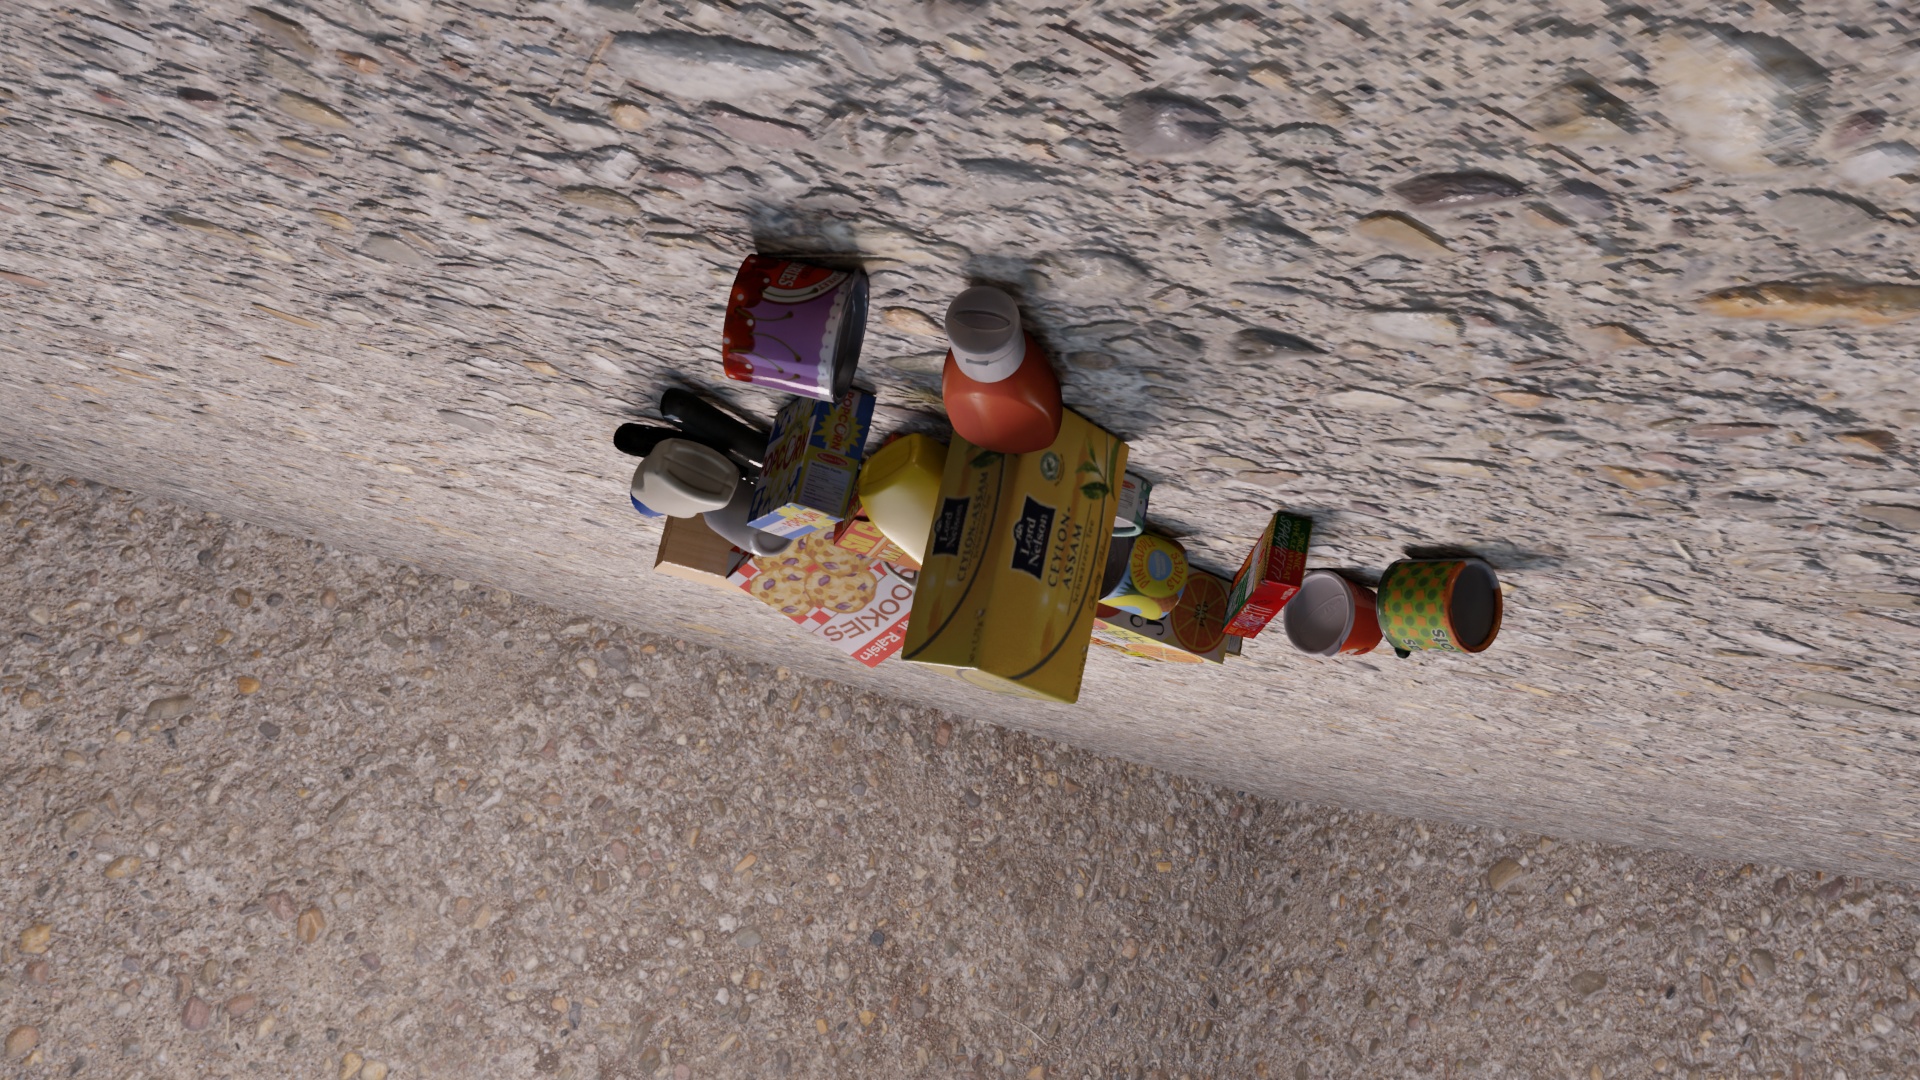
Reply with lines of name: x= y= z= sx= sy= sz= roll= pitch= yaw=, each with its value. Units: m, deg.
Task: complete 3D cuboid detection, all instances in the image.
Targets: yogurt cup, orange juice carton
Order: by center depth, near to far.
yogurt cup: x=0.295 y=0.060 z=1.087 sx=0.054 sy=0.072 sz=0.072 roll=11 pitch=171 yaw=-35
orange juice carton: x=0.137 y=0.046 z=1.165 sx=0.193 sy=0.073 sz=0.071 roll=21 pitch=166 yaw=-32

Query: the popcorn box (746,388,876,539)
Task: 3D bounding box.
popcorn box: x=-0.102 y=-0.051 z=0.932 sx=0.038 sy=0.085 sz=0.126 roll=19 pitch=168 yaw=-20

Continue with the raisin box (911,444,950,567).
raisin box: x=0.011 y=-0.006 z=0.958 sx=0.086 sy=0.040 sz=0.123 roll=-30 pitch=127 yaw=21

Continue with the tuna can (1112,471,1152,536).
tuna can: x=0.097 y=-0.027 z=0.961 sx=0.071 sy=0.033 sz=0.071 roll=12 pitch=168 yaw=3

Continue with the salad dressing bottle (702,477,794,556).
salad dressing bottle: x=-0.191 y=-0.032 z=1.139 sx=0.064 sy=0.043 sz=0.148 roll=-5 pitch=-157 yaw=-40

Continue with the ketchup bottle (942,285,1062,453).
ketchup bottle: x=0.019 y=-0.087 z=0.730 sx=0.065 sy=0.043 sz=0.148 roll=9 pitch=168 yaw=9

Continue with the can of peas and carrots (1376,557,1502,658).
can of peas and carrots: x=0.331 y=0.047 z=0.961 sx=0.071 sy=0.071 sz=0.058 roll=21 pitch=165 yaw=-34

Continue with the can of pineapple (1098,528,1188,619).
can of pineapple: x=0.135 y=0.023 z=1.074 sx=0.058 sy=0.071 sz=0.071 roll=18 pitch=167 yaw=-25

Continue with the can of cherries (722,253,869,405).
can of cherries: x=-0.082 y=-0.108 z=0.694 sx=0.058 sy=0.071 sz=0.071 roll=13 pitch=168 yaw=5

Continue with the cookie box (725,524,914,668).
cookie box: x=-0.097 y=0.031 z=1.194 sx=0.167 sy=0.040 sz=0.122 roll=35 pitch=122 yaw=-29

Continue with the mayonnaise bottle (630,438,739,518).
mayonnaise bottle: x=-0.215 y=-0.043 z=1.041 sx=0.065 sy=0.041 sz=0.148 roll=25 pitch=166 yaw=-21

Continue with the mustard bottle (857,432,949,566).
mustard bottle: x=0.001 y=-0.001 z=0.902 sx=0.065 sy=0.049 sz=0.160 roll=-27 pitch=127 yaw=25

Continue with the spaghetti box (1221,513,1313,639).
spaghetti box: x=0.230 y=0.032 z=1.057 sx=0.029 sy=0.050 sz=0.249 roll=13 pitch=169 yaw=7

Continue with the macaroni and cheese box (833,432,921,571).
macaroni and cheese box: x=0.004 y=-0.013 z=1.030 sx=0.166 sy=0.040 sz=0.123 roll=16 pitch=150 yaw=-17

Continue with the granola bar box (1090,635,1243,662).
granola bar box: x=0.189 y=0.088 z=1.399 sx=0.124 sy=0.039 sz=0.165 roll=17 pitch=168 yaw=-18
